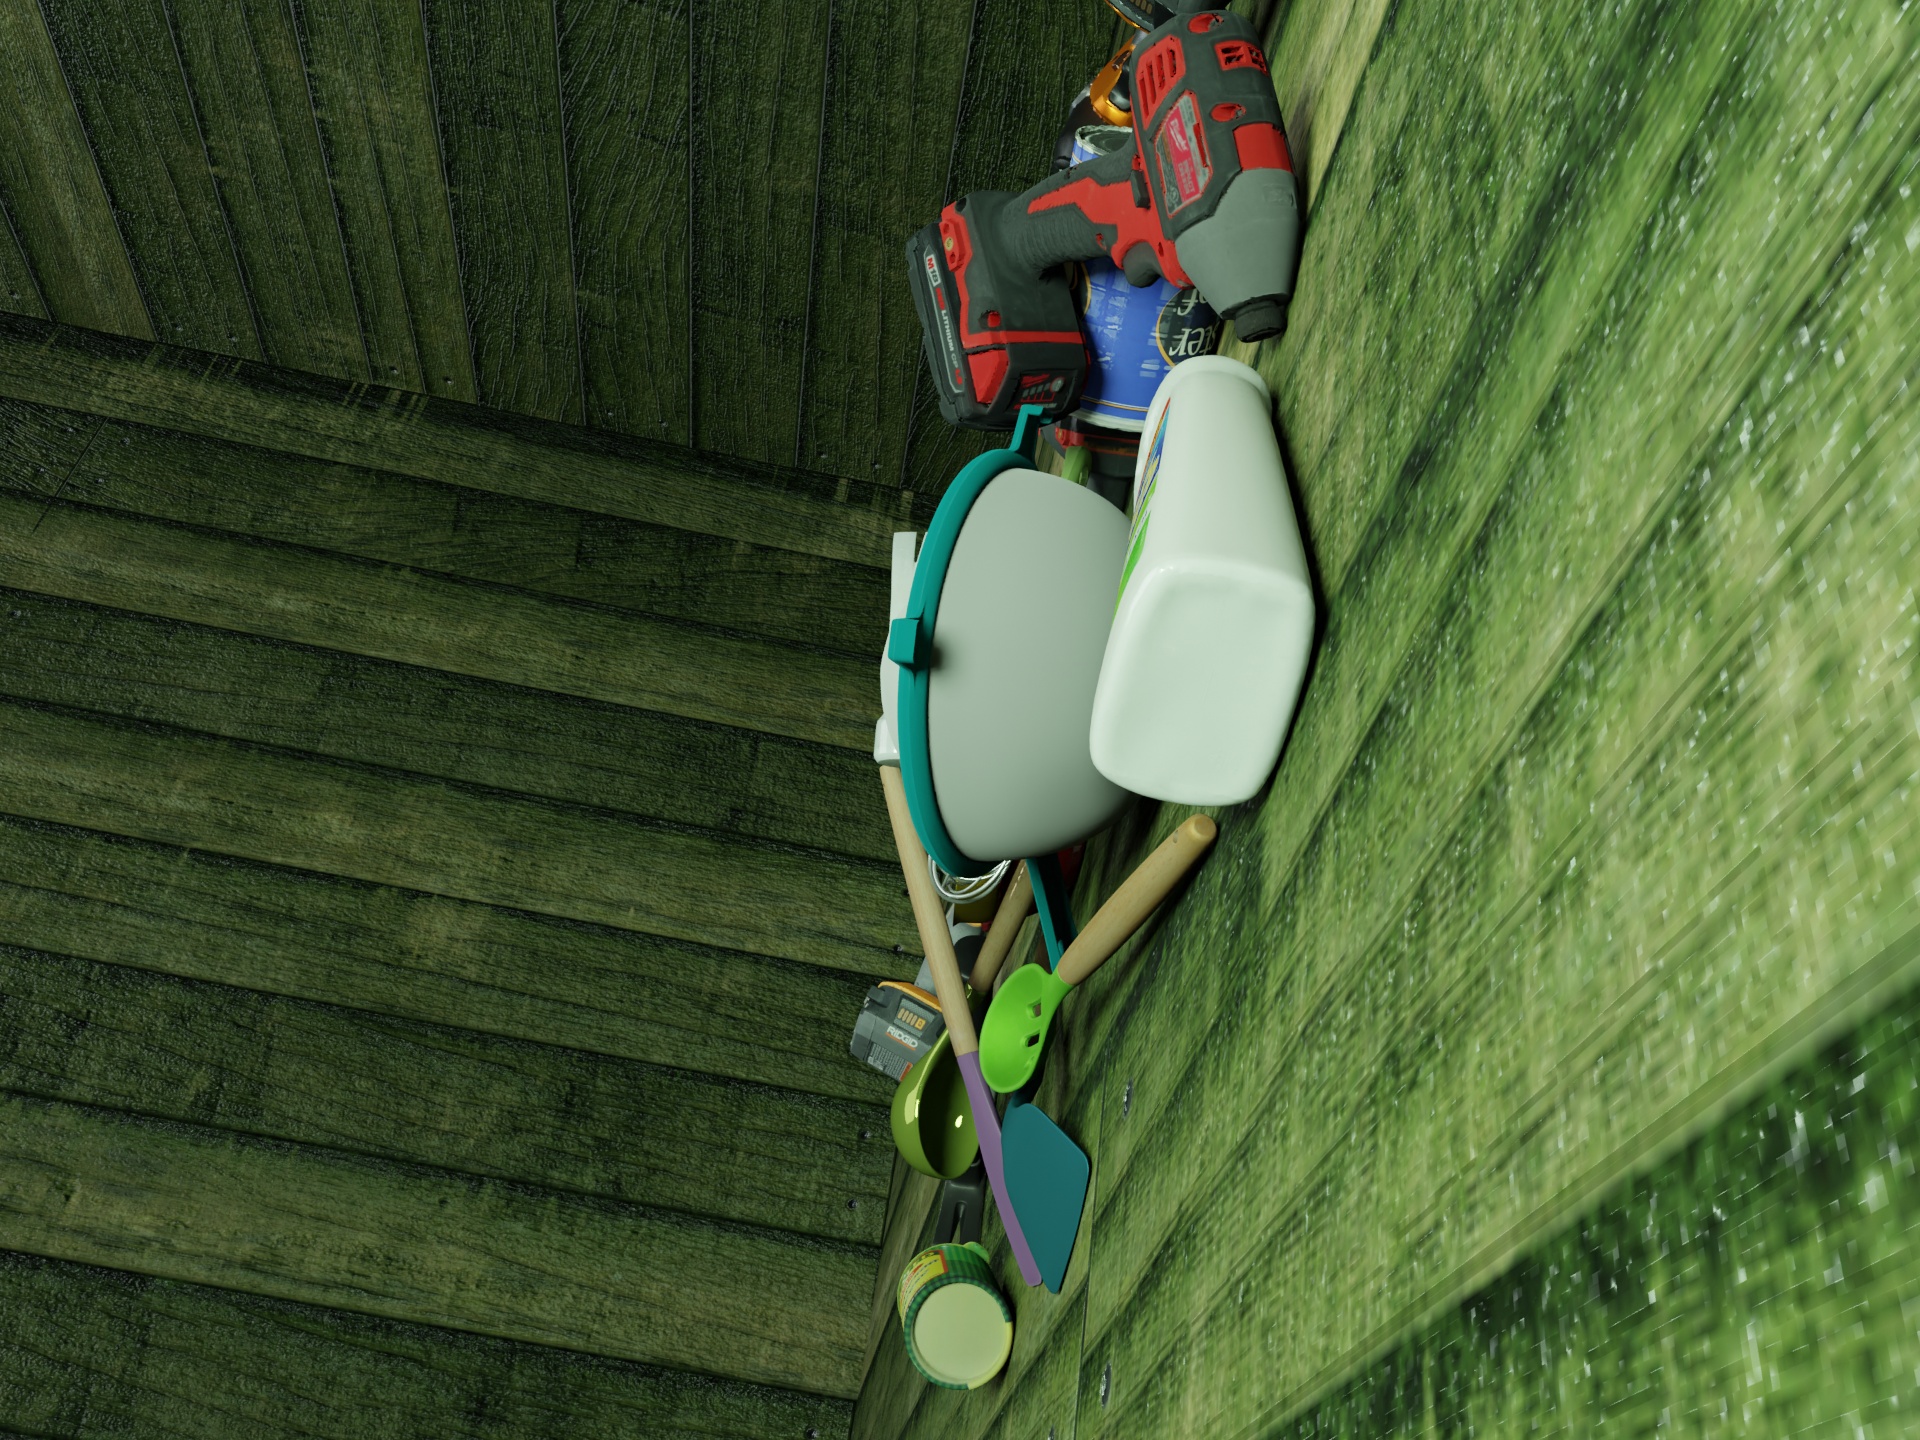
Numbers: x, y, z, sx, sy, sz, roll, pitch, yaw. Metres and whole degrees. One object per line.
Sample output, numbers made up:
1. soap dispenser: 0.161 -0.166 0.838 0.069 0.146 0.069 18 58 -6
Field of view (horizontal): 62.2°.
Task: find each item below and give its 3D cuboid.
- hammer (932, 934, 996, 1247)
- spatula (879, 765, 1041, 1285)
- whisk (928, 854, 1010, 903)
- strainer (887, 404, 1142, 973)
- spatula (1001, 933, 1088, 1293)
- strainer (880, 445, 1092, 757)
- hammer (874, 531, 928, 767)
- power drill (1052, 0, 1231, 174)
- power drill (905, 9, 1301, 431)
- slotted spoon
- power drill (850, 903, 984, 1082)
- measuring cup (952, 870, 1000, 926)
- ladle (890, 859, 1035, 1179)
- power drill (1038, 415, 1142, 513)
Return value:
1. hammer: 0.007 0.260 1.142 0.334 0.035 0.146 91 -173 -51
2. spatula: -0.002 0.173 0.939 0.059 0.018 0.316 116 140 -66
3. whisk: 0.052 -0.002 0.940 0.058 0.059 0.246 19 77 55
4. strainer: 0.065 0.025 0.809 0.211 0.095 0.340 -62 -31 -43
5. spatula: 0.053 0.202 0.939 0.318 0.044 0.082 -71 -7 -70
6. strainer: 0.012 -0.065 0.876 0.151 0.069 0.257 72 -149 -46
7. hammer: -0.002 -0.003 1.089 0.405 0.035 0.144 58 -145 -75
8. power drill: 0.115 -0.403 0.936 0.164 0.084 0.226 -51 -3 -9
9. power drill: 0.072 -0.223 0.769 0.219 0.078 0.143 -19 83 53
10. slotted spoon: 0.062 0.115 0.768 0.313 0.031 0.070 117 161 -59
11. power drill: -0.001 0.174 1.285 0.226 0.084 0.185 -60 -5 -22
12. measuring cup: 0.013 0.109 1.037 0.156 0.029 0.062 79 -165 -78
13. ladle: 0.031 0.147 0.965 0.078 0.062 0.320 -22 -41 -58
14. power drill: 0.072 -0.125 1.055 0.188 0.080 0.226 -111 27 -65
